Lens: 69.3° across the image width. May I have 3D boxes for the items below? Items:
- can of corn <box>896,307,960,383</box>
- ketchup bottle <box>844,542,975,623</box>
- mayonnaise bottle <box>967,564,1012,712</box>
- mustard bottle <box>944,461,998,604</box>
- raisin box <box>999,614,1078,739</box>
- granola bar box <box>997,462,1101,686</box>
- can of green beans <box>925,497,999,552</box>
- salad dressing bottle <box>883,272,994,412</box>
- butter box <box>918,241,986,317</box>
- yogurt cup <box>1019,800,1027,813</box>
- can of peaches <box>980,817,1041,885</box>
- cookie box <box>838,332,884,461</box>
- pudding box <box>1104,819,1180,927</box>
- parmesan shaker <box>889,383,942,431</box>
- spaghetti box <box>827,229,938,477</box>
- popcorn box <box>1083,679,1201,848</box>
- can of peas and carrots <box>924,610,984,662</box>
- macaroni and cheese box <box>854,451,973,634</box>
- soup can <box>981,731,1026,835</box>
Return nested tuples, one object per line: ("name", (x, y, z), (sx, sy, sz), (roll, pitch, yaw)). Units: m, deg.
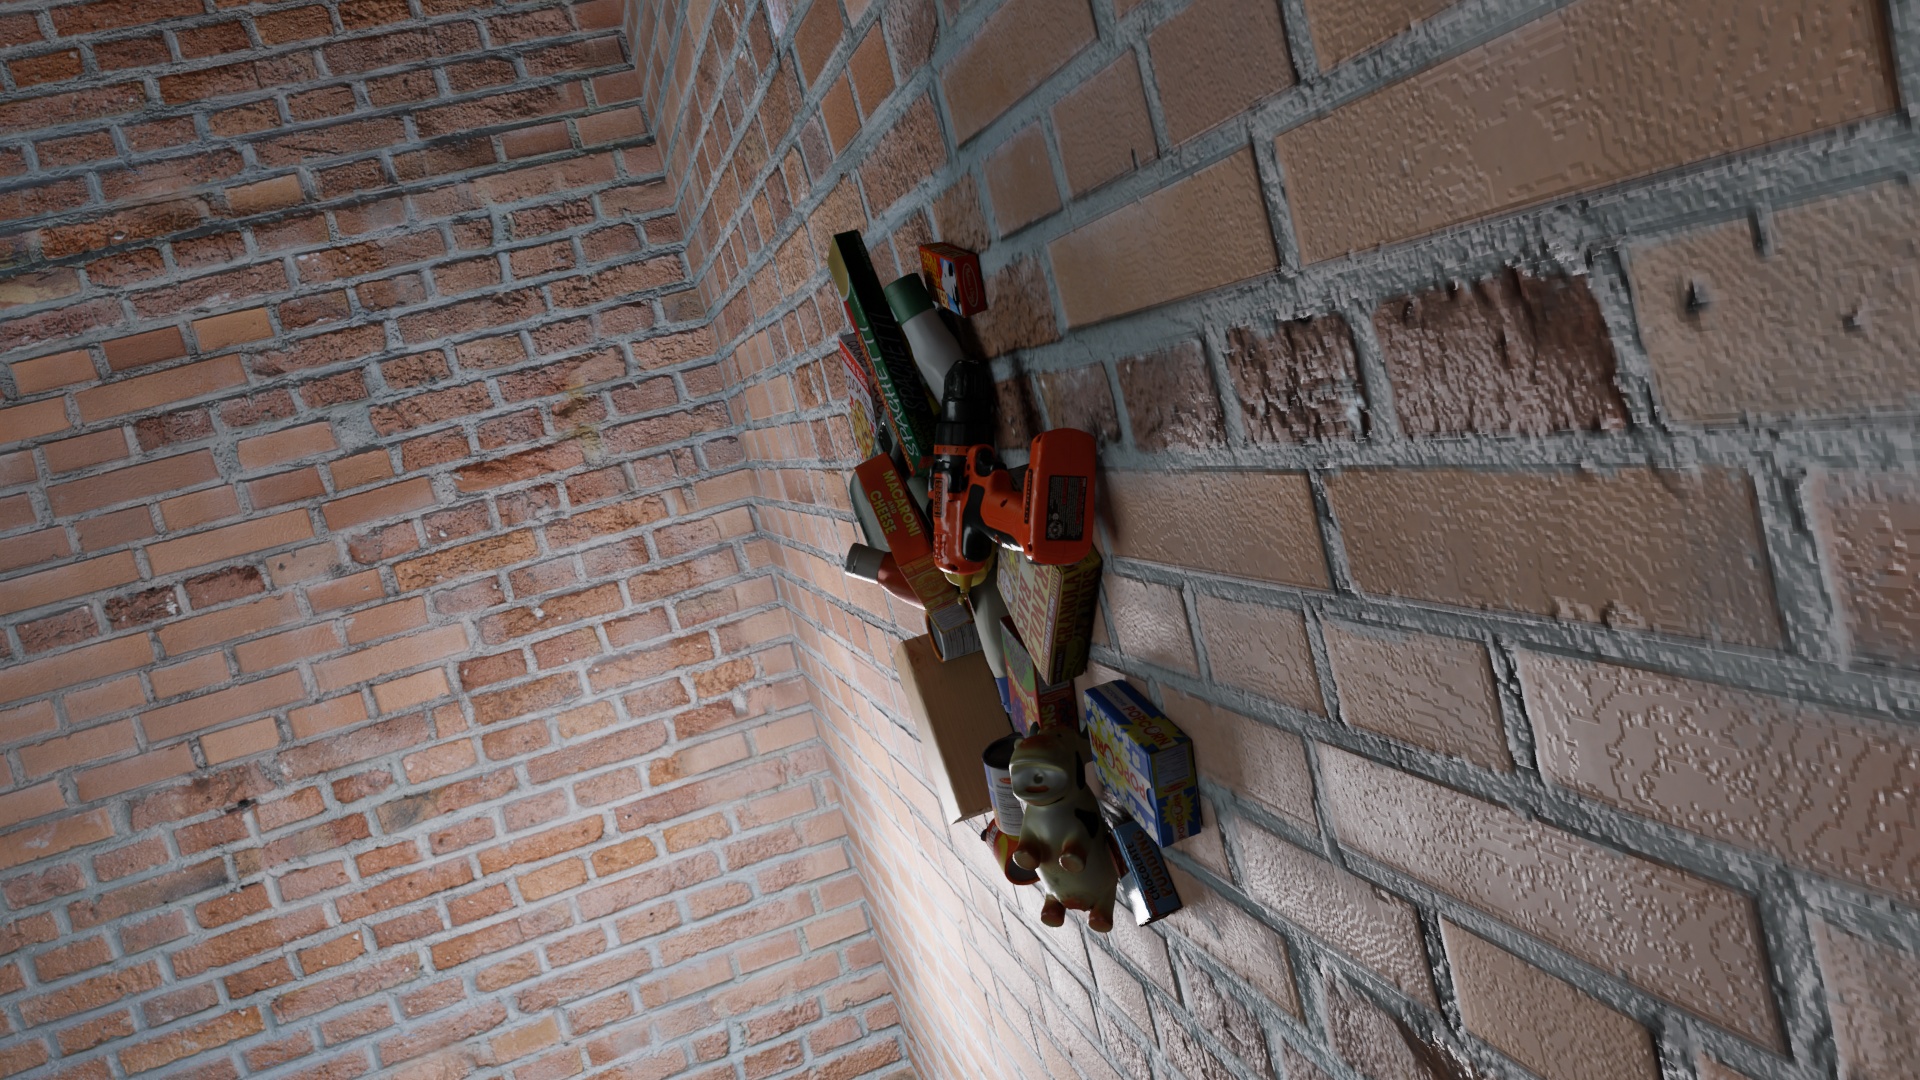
("can of corn", (-0.038, -0.189, 1.357), (0.071, 0.058, 0.071), (165, 89, -75))
("ketchup bottle", (-0.048, 0.040, 1.476), (0.044, 0.149, 0.064), (-66, -9, -54))
("mayonnaise bottle", (0.042, 0.099, 1.411), (0.064, 0.041, 0.148), (169, 83, -77))
("mustard bottle", (0.008, -0.008, 1.278), (0.048, 0.065, 0.161), (107, 169, -49))
("raisin box", (0.076, 0.139, 1.327), (0.086, 0.040, 0.122), (-133, 31, -59))
("granola bar box", (0.073, 0.030, 1.214), (0.164, 0.039, 0.125), (92, 158, -50))
("can of green beans", (0.007, -0.017, 1.362), (0.071, 0.071, 0.058), (96, 154, -56))
("salad dressing bottle", (-0.022, -0.175, 1.283), (0.147, 0.044, 0.064), (62, 173, -1))
("butter box", (-0.008, -0.238, 1.259), (0.104, 0.024, 0.053), (-136, 31, -63))
("yogurt cup", (0.091, 0.254, 1.366), (0.072, 0.054, 0.072), (165, 89, -75))
("can of peaches", (0.065, 0.335, 1.520), (0.058, 0.071, 0.071), (-127, 25, -52))
("cookie box", (-0.100, -0.154, 1.675), (0.123, 0.040, 0.166), (-126, 23, -54))
("pudding box", (0.156, 0.287, 1.201), (0.049, 0.030, 0.084), (103, 148, -65))
("parmesan shaker", (-0.022, -0.113, 1.373), (0.103, 0.071, 0.071), (-132, 29, -59))
("spaghetti box", (-0.070, -0.177, 1.312), (0.050, 0.029, 0.250), (118, 133, -64))
("popcorn box", (0.144, 0.175, 1.109), (0.127, 0.038, 0.085), (-138, 35, -65))
("can of peas and carrots", (-0.003, 0.096, 1.541), (0.071, 0.059, 0.071), (166, 89, -76))
("macaroni and cheese box", (-0.044, 0.004, 1.364), (0.166, 0.040, 0.124), (63, -178, -61))
("soup can", (0.062, 0.255, 1.458), (0.071, 0.071, 0.083), (-136, 33, -63))
